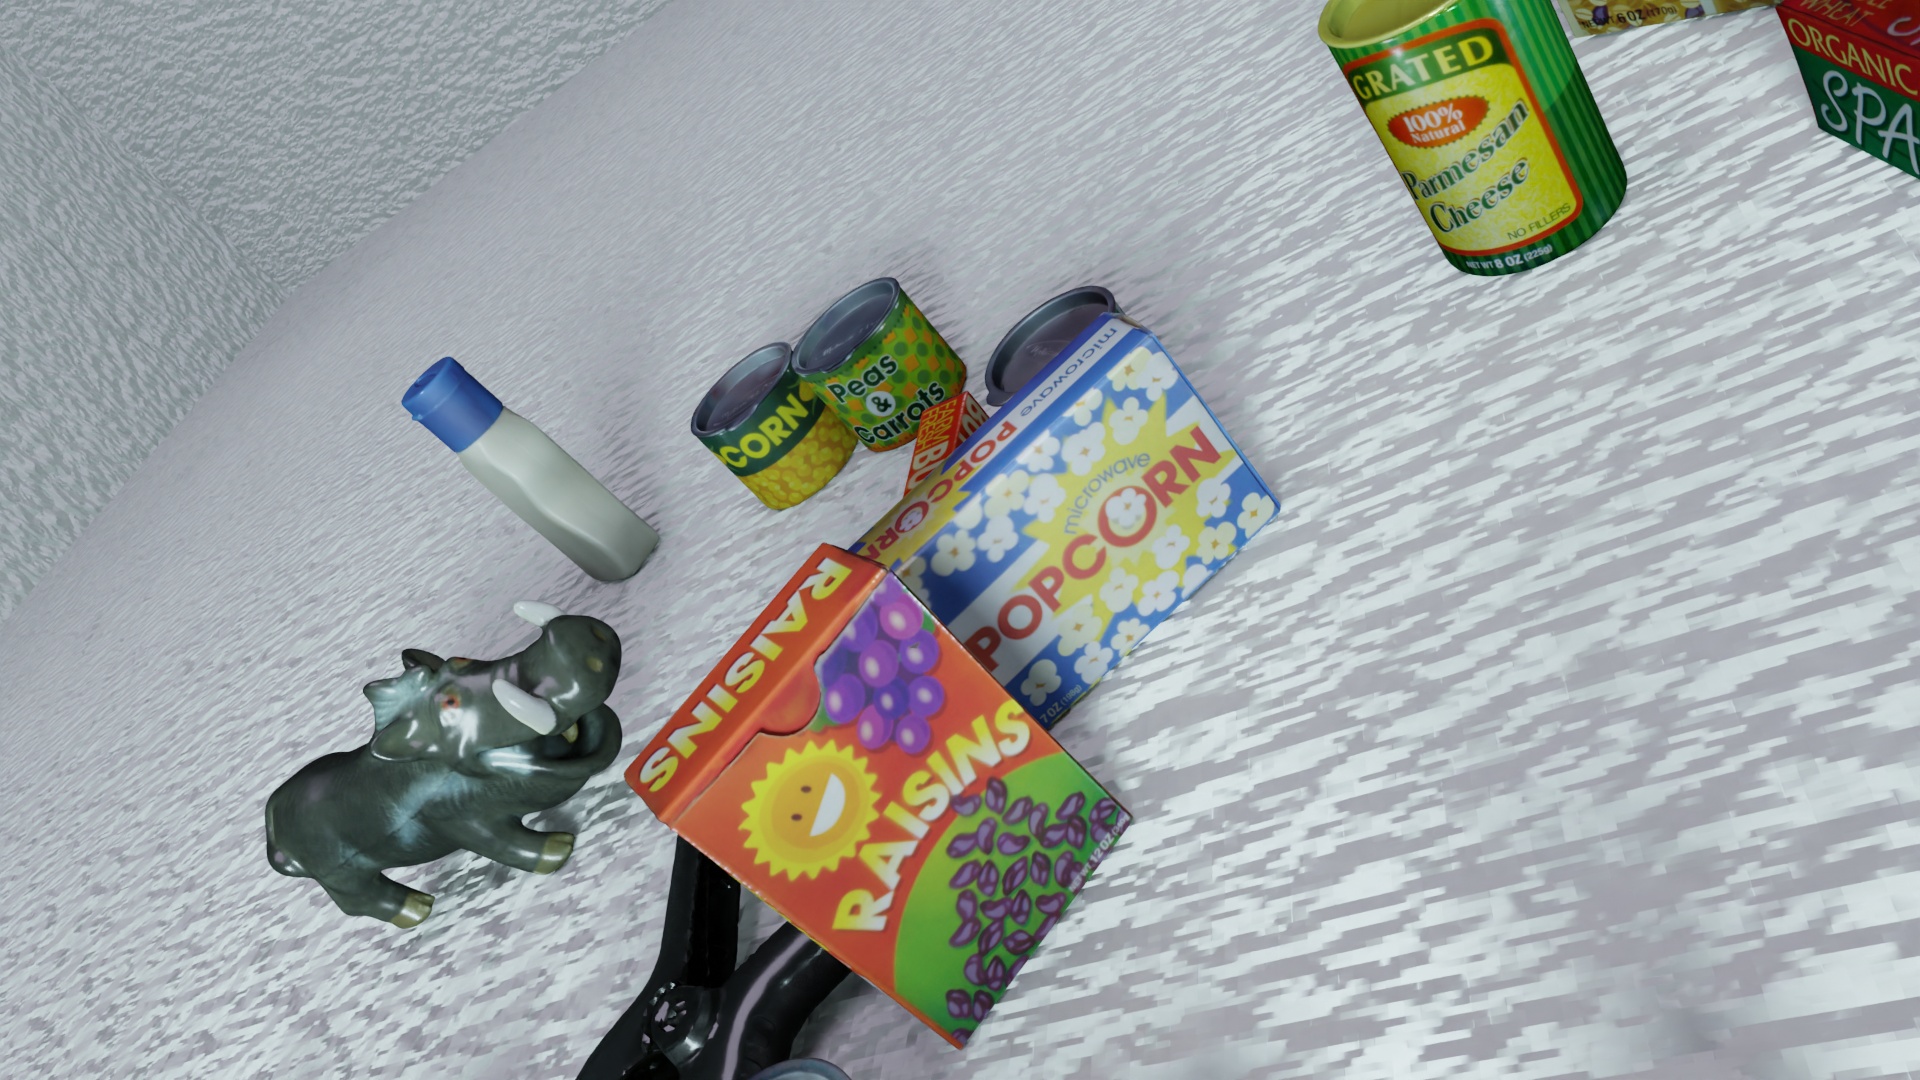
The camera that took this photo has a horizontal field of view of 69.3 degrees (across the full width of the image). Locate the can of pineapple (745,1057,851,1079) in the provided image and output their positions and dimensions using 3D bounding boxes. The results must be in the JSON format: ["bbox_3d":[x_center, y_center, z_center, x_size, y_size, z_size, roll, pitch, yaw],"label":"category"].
[{"bbox_3d":[-0.032,0.173,0.340,0.071,0.057,0.071,-30,32,21],"label":"can of pineapple"}]

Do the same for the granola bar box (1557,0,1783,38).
[{"bbox_3d":[0.263,-0.240,0.461,0.039,0.124,0.165,-52,31,-16],"label":"granola bar box"}]

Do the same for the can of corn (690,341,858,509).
[{"bbox_3d":[-0.094,-0.057,0.709,0.071,0.058,0.071,-30,32,21],"label":"can of corn"}]

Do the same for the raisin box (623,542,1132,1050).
[{"bbox_3d":[-0.019,0.073,0.388,0.086,0.123,0.040,-50,30,-12],"label":"raisin box"}]

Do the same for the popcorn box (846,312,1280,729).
[{"bbox_3d":[0.033,-0.002,0.461,0.127,0.085,0.038,-43,30,-1],"label":"popcorn box"}]

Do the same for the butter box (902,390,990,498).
[{"bbox_3d":[0.002,-0.007,0.537,0.024,0.053,0.104,-25,34,28],"label":"butter box"}]

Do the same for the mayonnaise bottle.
[{"bbox_3d":[-0.234,-0.037,0.758,0.064,0.147,0.041,2,51,51],"label":"mayonnaise bottle"}]

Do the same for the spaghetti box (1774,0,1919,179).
[{"bbox_3d":[0.277,-0.084,0.318,0.028,0.050,0.251,-34,31,15],"label":"spaghetti box"}]

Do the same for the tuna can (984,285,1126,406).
[{"bbox_3d":[0.044,-0.073,0.593,0.071,0.032,0.071,-30,32,21],"label":"tuna can"}]

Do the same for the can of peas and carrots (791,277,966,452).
[{"bbox_3d":[-0.039,-0.084,0.680,0.071,0.058,0.071,-30,32,21],"label":"can of peas and carrots"}]

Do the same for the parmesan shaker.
[{"bbox_3d":[0.176,-0.148,0.466,0.071,0.103,0.072,-30,32,21],"label":"parmesan shaker"}]
